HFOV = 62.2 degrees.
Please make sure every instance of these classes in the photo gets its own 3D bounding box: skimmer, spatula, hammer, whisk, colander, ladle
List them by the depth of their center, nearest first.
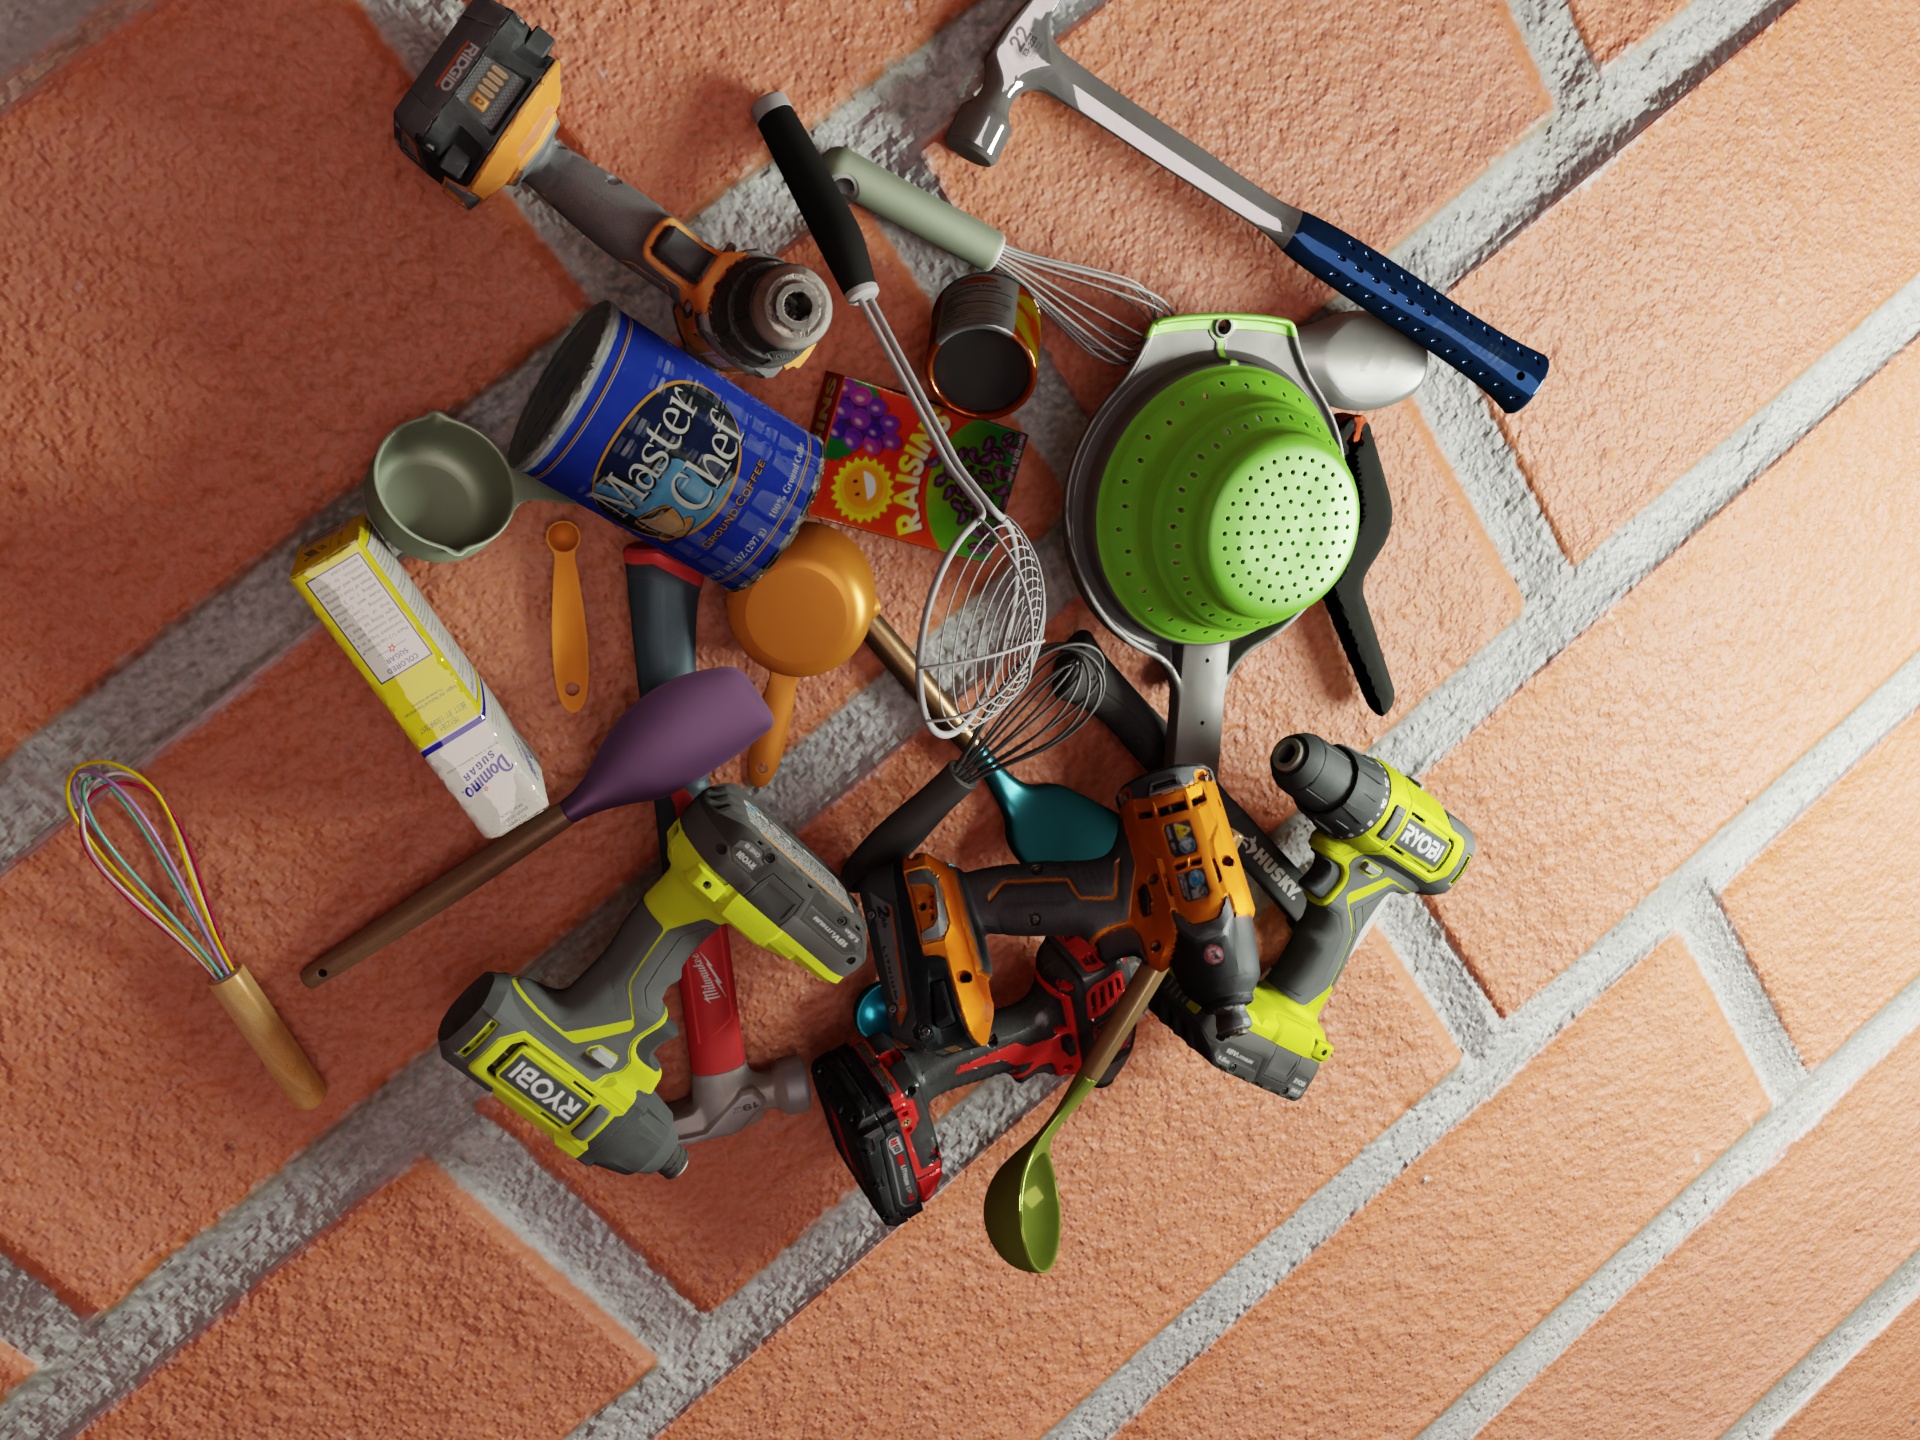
[{"bbox_3d":[-0.050,-0.170,0.890,0.090,0.127,0.363,-28,88,27],"label":"skimmer"},{"bbox_3d":[-0.423,0.125,0.895,0.047,0.051,0.244,-30,117,-16],"label":"whisk"},{"bbox_3d":[-0.252,0.066,0.927,0.316,0.018,0.059,-33,105,2],"label":"spatula"},{"bbox_3d":[0.027,-0.275,0.946,0.246,0.058,0.059,22,62,-22],"label":"whisk"},{"bbox_3d":[0.197,-0.310,0.970,0.405,0.035,0.144,27,94,-16],"label":"hammer"},{"bbox_3d":[-0.181,0.083,0.974,0.143,0.038,0.386,-10,109,-16],"label":"hammer"},{"bbox_3d":[0.003,0.034,0.983,0.055,0.055,0.239,32,120,-25],"label":"whisk"},{"bbox_3d":[0.169,-0.047,0.990,0.204,0.095,0.397,-6,110,-22],"label":"colander"},{"bbox_3d":[-0.002,-0.003,1.012,0.082,0.044,0.317,-49,115,-18],"label":"spatula"},{"bbox_3d":[0.106,0.214,1.029,0.320,0.062,0.078,-60,160,8],"label":"ladle"},{"bbox_3d":[0.179,0.057,1.102,0.146,0.035,0.334,-46,115,-2],"label":"hammer"}]

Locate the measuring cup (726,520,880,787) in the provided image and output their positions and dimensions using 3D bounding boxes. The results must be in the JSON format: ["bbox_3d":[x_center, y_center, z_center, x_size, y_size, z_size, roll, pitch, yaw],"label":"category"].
[{"bbox_3d":[-0.105,-0.031,0.951,0.095,0.052,0.173,14,108,-5],"label":"measuring cup"}]

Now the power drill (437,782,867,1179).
[{"bbox_3d":[-0.169,0.162,0.942,0.223,0.080,0.171,-44,113,3],"label":"power drill"}]

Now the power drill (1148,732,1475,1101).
[{"bbox_3d":[0.228,0.126,1.065,0.190,0.080,0.228,29,94,-37],"label":"power drill"}]

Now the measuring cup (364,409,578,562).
[{"bbox_3d":[-0.248,-0.125,0.889,0.167,0.038,0.083,-4,78,-38],"label":"measuring cup"}]

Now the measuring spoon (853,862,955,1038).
[{"bbox_3d":[-0.037,0.152,1.063,0.042,0.021,0.128,28,85,-35],"label":"measuring spoon"}]

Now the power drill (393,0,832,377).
[{"bbox_3d":[-0.166,-0.254,0.801,0.226,0.185,0.084,35,89,-23],"label":"power drill"}]

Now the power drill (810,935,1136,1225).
[{"bbox_3d":[0.021,0.235,1.066,0.219,0.079,0.143,-26,132,-17],"label":"power drill"}]

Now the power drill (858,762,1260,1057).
[{"bbox_3d":[0.066,0.133,0.965,0.226,0.084,0.164,-17,70,7],"label":"power drill"}]

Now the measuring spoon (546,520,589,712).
[{"bbox_3d":[-0.230,-0.061,0.931,0.021,0.011,0.116,-5,111,-16],"label":"measuring spoon"}]
